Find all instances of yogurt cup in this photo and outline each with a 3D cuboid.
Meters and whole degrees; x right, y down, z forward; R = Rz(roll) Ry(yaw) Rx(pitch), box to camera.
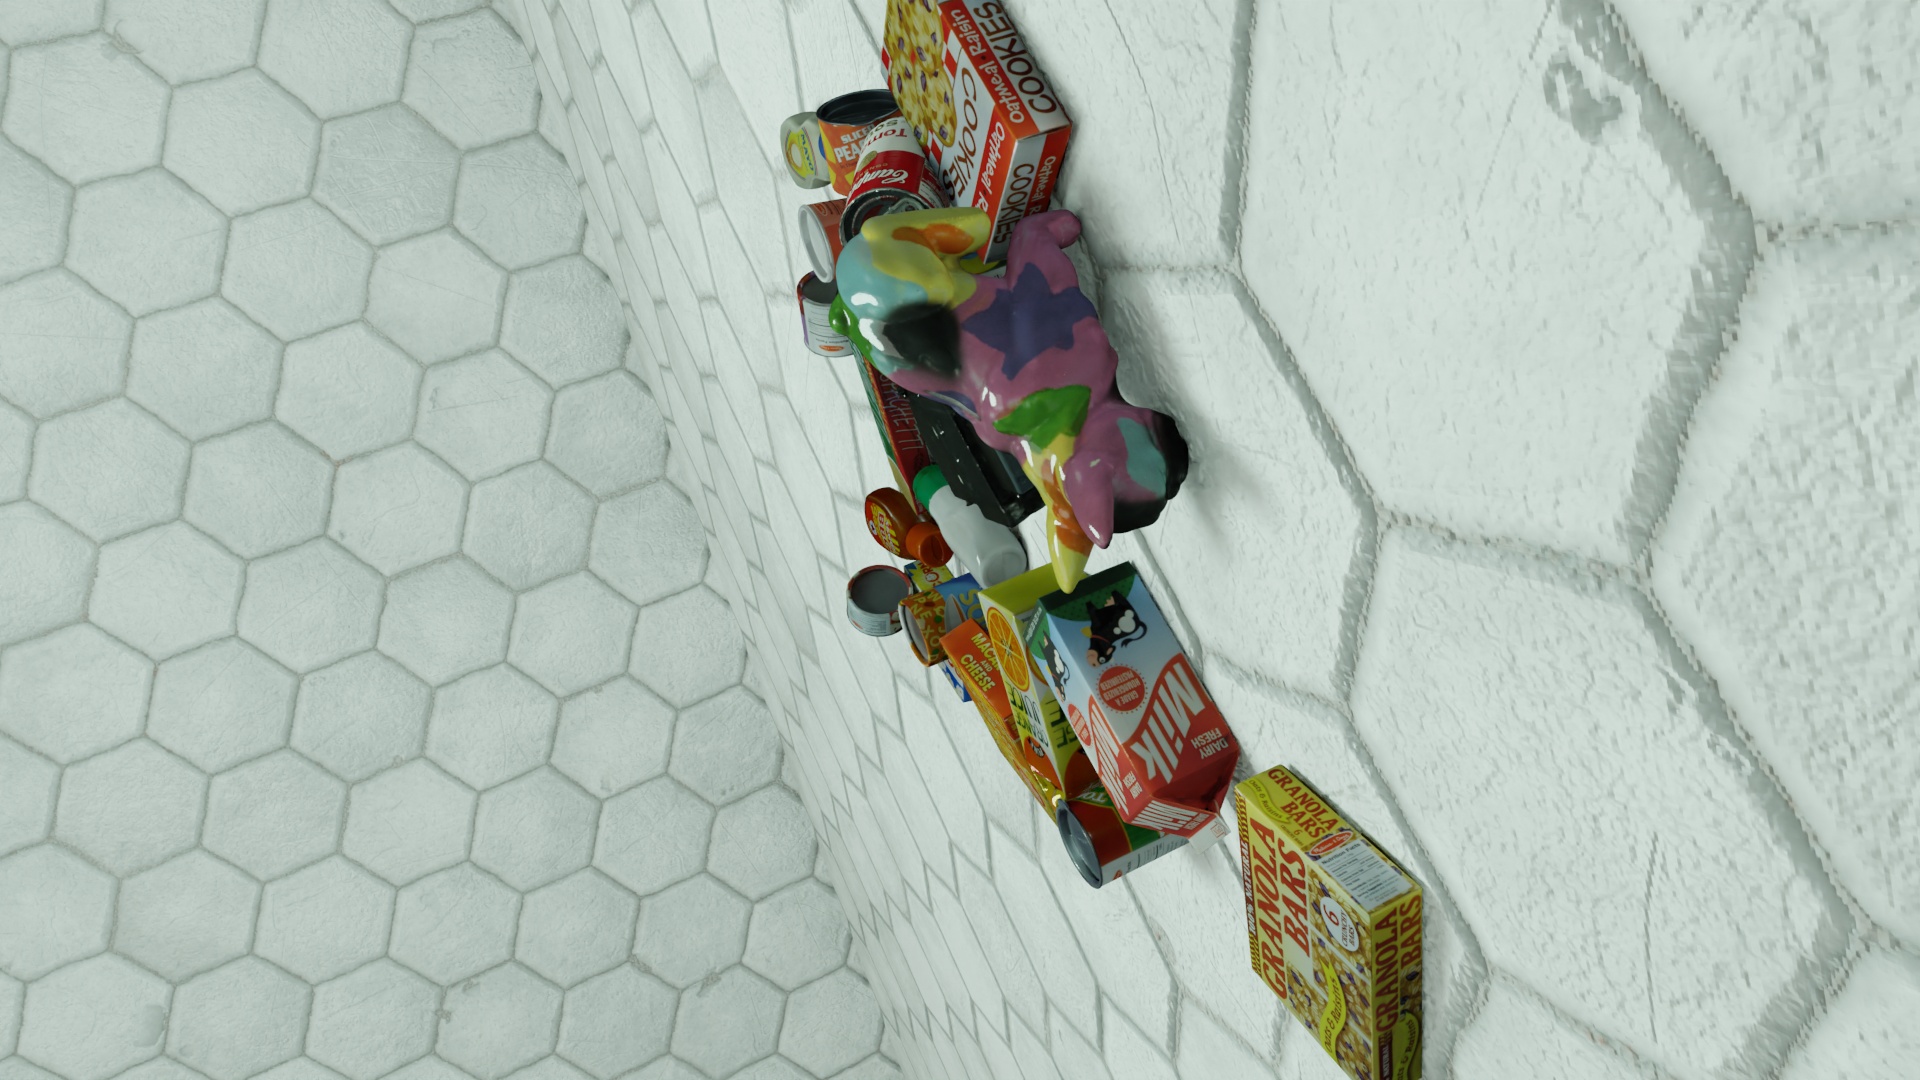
[{"bbox_3d":[-0.101,-0.260,1.183,0.072,0.054,0.072,56,160,34],"label":"yogurt cup"}]

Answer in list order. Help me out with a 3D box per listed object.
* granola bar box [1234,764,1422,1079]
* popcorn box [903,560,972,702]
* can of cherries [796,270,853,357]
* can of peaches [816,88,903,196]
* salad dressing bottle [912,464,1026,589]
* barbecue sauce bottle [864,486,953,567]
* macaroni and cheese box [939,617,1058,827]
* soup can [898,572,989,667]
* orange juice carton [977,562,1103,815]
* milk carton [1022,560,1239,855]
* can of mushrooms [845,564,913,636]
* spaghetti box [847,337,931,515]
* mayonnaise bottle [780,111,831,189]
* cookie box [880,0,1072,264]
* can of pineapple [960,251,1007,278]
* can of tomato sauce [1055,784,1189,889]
[{"bbox_3d":[0.220,0.233,0.828,0.124,0.039,0.164,44,151,53],"label":"granola bar box"},{"bbox_3d":[-0.011,0.085,1.365,0.127,0.038,0.084,54,158,40],"label":"popcorn box"},{"bbox_3d":[-0.114,-0.211,1.266,0.072,0.072,0.058,53,158,41],"label":"can of cherries"},{"bbox_3d":[-0.068,-0.289,1.014,0.071,0.071,0.057,48,155,48],"label":"can of peaches"},{"bbox_3d":[0.004,-0.015,1.185,0.148,0.044,0.064,51,158,48],"label":"salad dressing bottle"},{"bbox_3d":[-0.049,-0.009,1.359,0.149,0.044,0.064,31,139,63],"label":"barbecue sauce bottle"},{"bbox_3d":[0.051,0.160,1.205,0.124,0.040,0.165,47,167,49],"label":"macaroni and cheese box"},{"bbox_3d":[-0.004,0.069,1.243,0.071,0.084,0.071,56,159,34],"label":"soup can"},{"bbox_3d":[0.082,0.121,1.060,0.073,0.072,0.192,27,136,66],"label":"orange juice carton"},{"bbox_3d":[0.121,0.118,0.930,0.191,0.073,0.072,62,162,19],"label":"milk carton"},{"bbox_3d":[-0.078,0.056,1.358,0.071,0.071,0.033,57,159,33],"label":"can of mushrooms"},{"bbox_3d":[-0.058,-0.113,1.210,0.050,0.029,0.248,56,169,33],"label":"spaghetti box"},{"bbox_3d":[-0.111,-0.326,1.151,0.148,0.041,0.064,-152,44,-66],"label":"mayonnaise bottle"},{"bbox_3d":[0.006,-0.274,0.856,0.168,0.040,0.122,63,163,18],"label":"cookie box"},{"bbox_3d":[0.011,-0.166,0.943,0.071,0.058,0.070,57,160,33],"label":"can of pineapple"},{"bbox_3d":[0.121,0.207,1.025,0.071,0.083,0.070,56,160,34],"label":"can of tomato sauce"}]
